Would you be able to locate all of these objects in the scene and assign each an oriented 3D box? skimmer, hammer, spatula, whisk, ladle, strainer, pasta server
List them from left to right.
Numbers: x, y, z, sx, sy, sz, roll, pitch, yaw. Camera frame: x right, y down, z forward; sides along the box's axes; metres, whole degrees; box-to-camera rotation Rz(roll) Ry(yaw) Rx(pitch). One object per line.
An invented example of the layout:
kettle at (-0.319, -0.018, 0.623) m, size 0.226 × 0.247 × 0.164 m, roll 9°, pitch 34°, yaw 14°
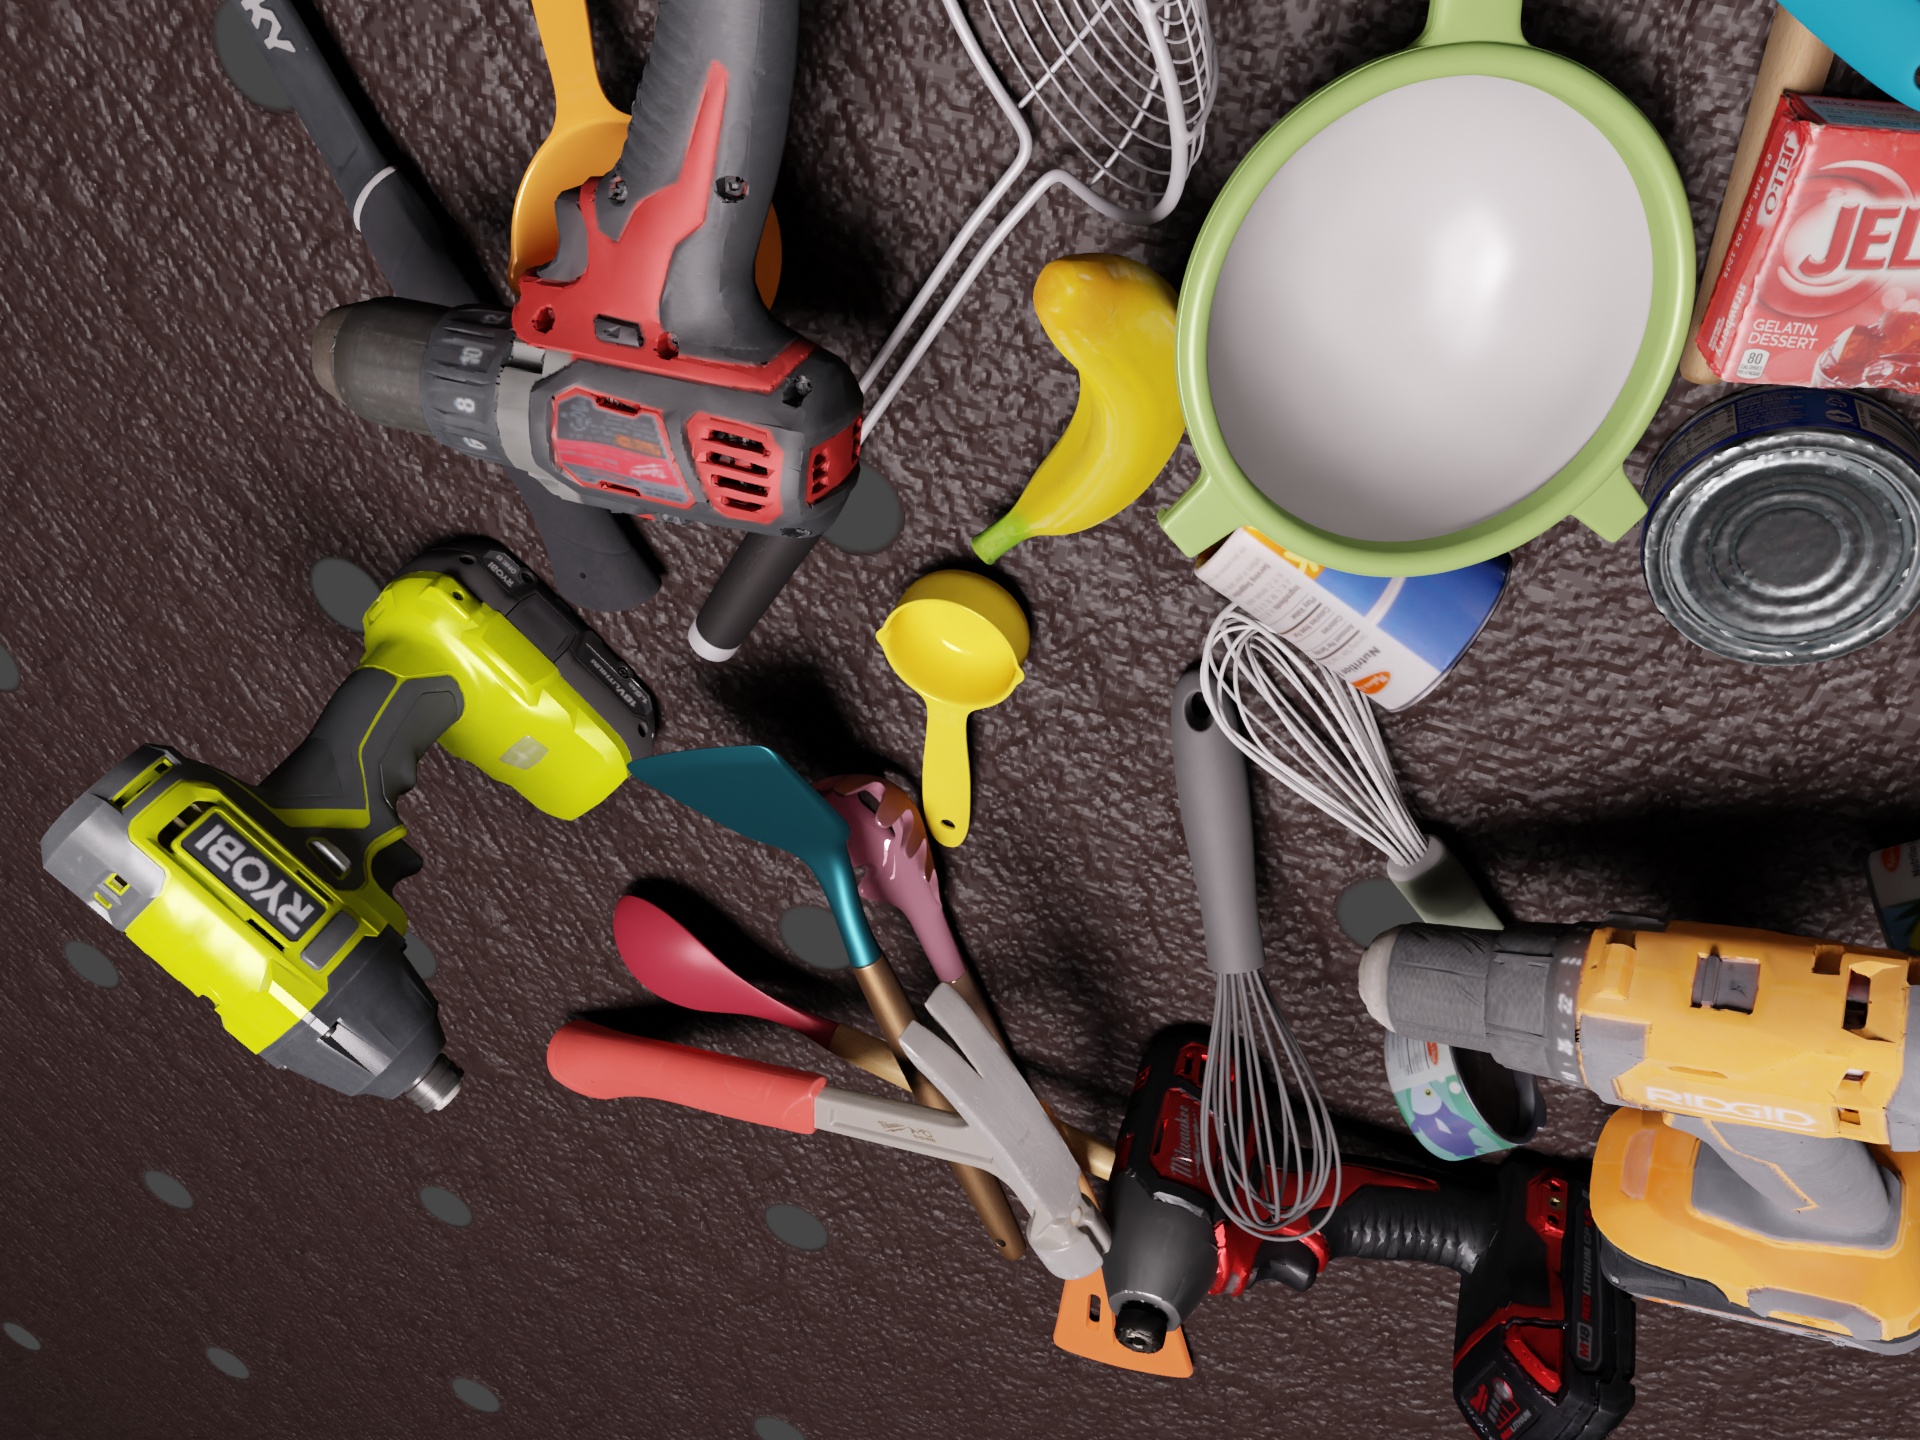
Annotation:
hammer at (-0.224, -0.215, 0.592) m, size 0.149 × 0.036 × 0.408 m, roll -12°, pitch 120°, yaw 29°
hammer at (-0.096, 0.170, 0.750) m, size 0.359 × 0.037 × 0.149 m, roll -2°, pitch 128°, yaw 46°
skimmer at (-0.038, -0.127, 0.541) m, size 0.127 × 0.090 × 0.363 m, roll 53°, pitch 133°, yaw 13°
spatula at (-0.038, 0.133, 0.708) m, size 0.082 × 0.044 × 0.317 m, roll -8°, pitch 118°, yaw 35°
ladle at (-0.037, 0.164, 0.771) m, size 0.315 × 0.031 × 0.069 m, roll 22°, pitch 143°, yaw 11°
pasta server at (0.002, 0.145, 0.762) m, size 0.060 × 0.040 × 0.316 m, roll 0°, pitch 126°, yaw 35°
spatula at (0.063, 0.260, 0.783) m, size 0.081 × 0.041 × 0.322 m, roll 6°, pitch 148°, yaw 19°
whisk at (0.113, 0.095, 0.634) m, size 0.055 × 0.055 × 0.239 m, roll -5°, pitch 101°, yaw 26°
whisk at (0.172, 0.047, 0.615) m, size 0.246 × 0.059 × 0.058 m, roll 48°, pitch 163°, yaw -20°
strainer at (0.131, -0.171, 0.451) m, size 0.151 × 0.069 × 0.256 m, roll -3°, pitch 115°, yaw -6°

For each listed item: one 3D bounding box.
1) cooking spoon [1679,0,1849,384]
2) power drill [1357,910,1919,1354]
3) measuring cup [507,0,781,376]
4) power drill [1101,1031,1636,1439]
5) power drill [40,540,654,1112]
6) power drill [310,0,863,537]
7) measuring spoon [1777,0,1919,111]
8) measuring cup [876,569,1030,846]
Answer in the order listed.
cooking spoon at (0.229, -0.233, 0.395) m, size 0.069 × 0.017 × 0.318 m, roll 13°, pitch 129°, yaw 17°
power drill at (0.258, 0.143, 0.579) m, size 0.185 × 0.084 × 0.226 m, roll 3°, pitch 146°, yaw 35°
measuring cup at (-0.114, -0.205, 0.549) m, size 0.095 × 0.052 × 0.173 m, roll -6°, pitch 101°, yaw 27°
power drill at (0.168, 0.233, 0.688) m, size 0.219 × 0.143 × 0.078 m, roll 19°, pitch 135°, yaw 6°
power drill at (-0.228, 0.038, 0.657) m, size 0.171 × 0.223 × 0.080 m, roll 46°, pitch 129°, yaw -13°
power drill at (-0.117, -0.172, 0.476) m, size 0.188 × 0.080 × 0.226 m, roll 14°, pitch 122°, yaw 13°
measuring spoon at (0.209, -0.196, 0.408) m, size 0.128 × 0.021 × 0.042 m, roll 44°, pitch 139°, yaw 8°
measuring cup at (-0.001, -0.002, 0.668) m, size 0.062 × 0.029 × 0.156 m, roll 16°, pitch 141°, yaw 12°
